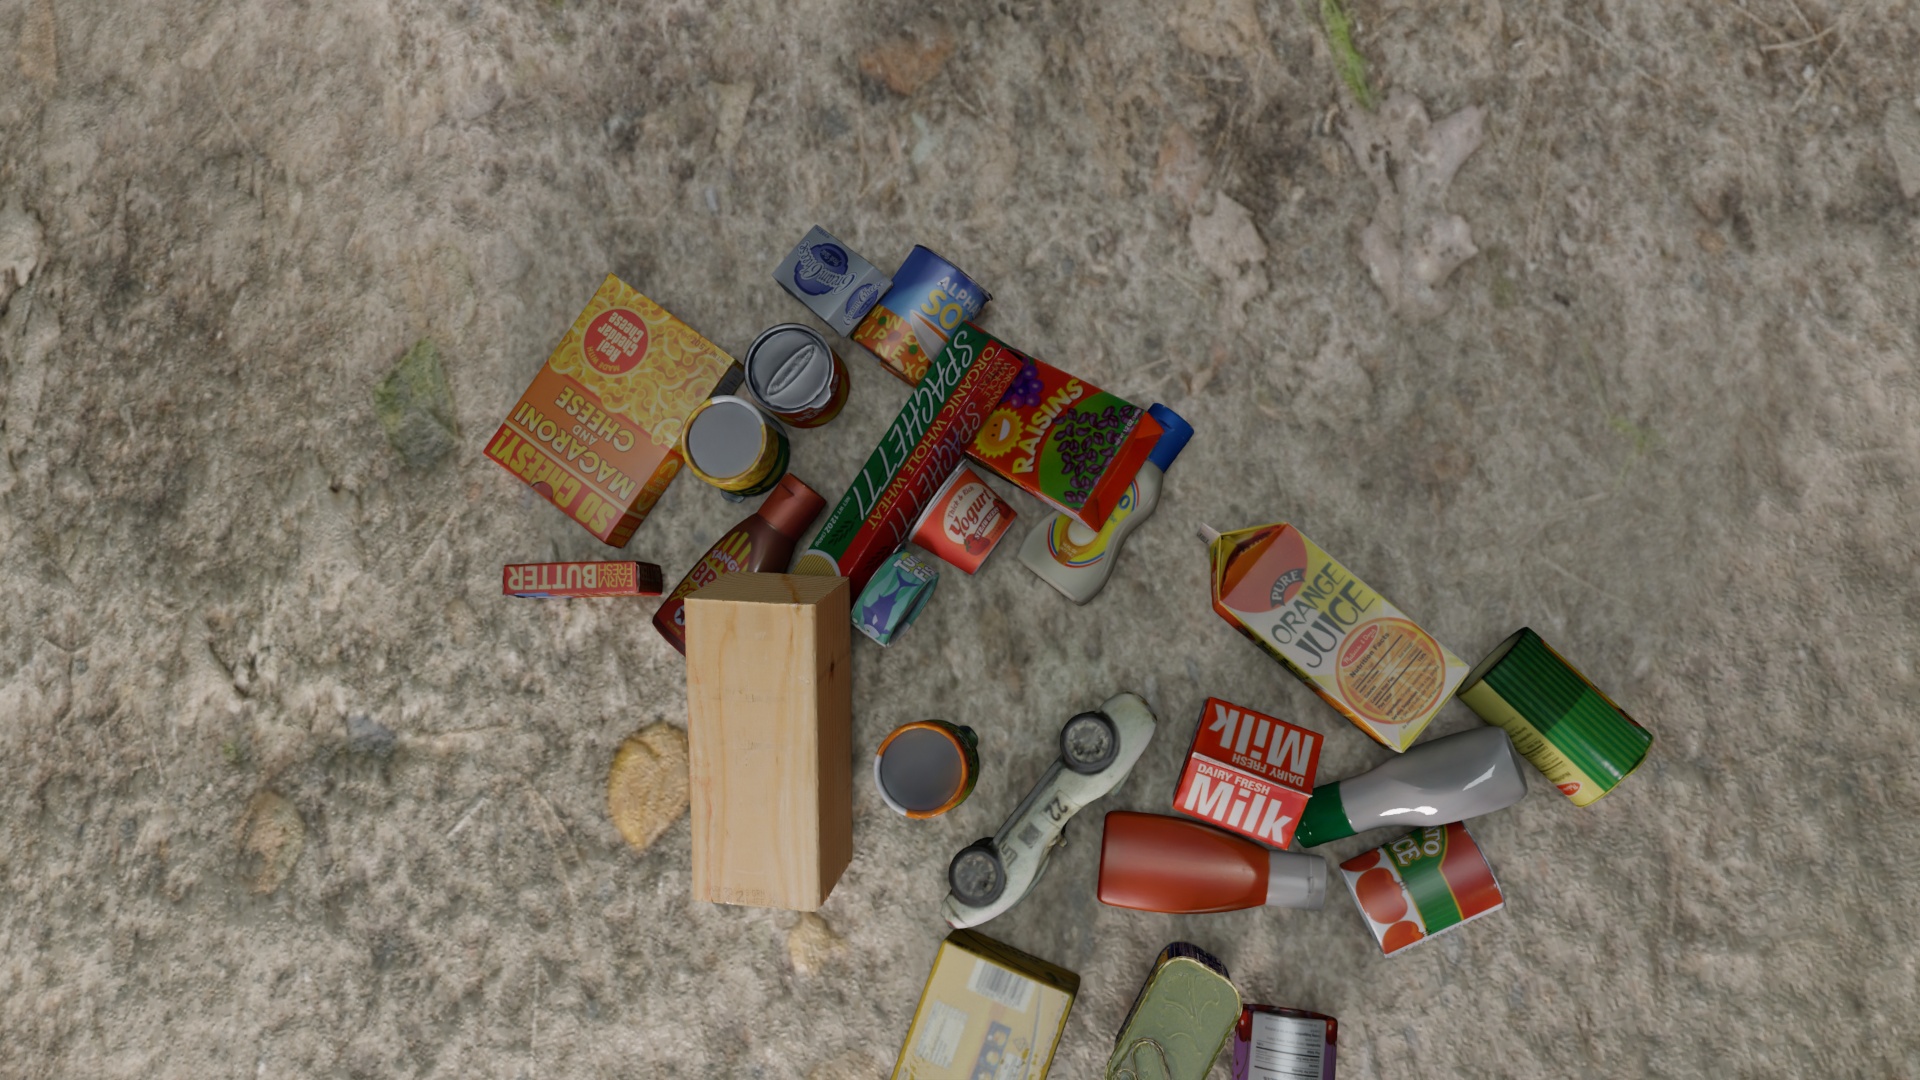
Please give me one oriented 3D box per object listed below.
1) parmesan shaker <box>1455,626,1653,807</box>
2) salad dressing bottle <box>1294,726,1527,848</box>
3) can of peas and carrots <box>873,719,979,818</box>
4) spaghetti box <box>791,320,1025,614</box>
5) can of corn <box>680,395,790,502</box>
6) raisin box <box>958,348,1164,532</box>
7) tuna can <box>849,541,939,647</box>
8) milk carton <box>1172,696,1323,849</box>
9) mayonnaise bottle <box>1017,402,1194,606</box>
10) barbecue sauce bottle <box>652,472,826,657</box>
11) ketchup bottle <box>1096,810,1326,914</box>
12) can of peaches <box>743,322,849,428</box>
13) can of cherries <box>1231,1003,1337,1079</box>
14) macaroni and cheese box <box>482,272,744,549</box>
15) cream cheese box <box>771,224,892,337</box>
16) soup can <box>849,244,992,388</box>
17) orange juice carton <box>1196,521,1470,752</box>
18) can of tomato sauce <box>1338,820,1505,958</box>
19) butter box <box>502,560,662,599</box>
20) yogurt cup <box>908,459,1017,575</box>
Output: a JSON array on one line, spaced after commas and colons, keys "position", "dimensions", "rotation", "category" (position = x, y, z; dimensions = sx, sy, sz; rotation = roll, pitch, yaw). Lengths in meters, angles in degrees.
[{"position": [0.387, 0.113, 0.904], "dimensions": [0.103, 0.071, 0.071], "rotation": [44, 90, 11], "category": "parmesan shaker"}, {"position": [0.289, 0.164, 0.907], "dimensions": [0.147, 0.064, 0.044], "rotation": [-22, 109, 23], "category": "salad dressing bottle"}, {"position": [-0.021, 0.156, 0.961], "dimensions": [0.071, 0.058, 0.071], "rotation": [-1, 83, 8], "category": "can of peas and carrots"}, {"position": [-0.045, -0.041, 0.982], "dimensions": [0.050, 0.028, 0.249], "rotation": [39, 97, 41], "category": "spaghetti box"}, {"position": [-0.164, -0.066, 1.011], "dimensions": [0.071, 0.058, 0.071], "rotation": [-1, 82, 8], "category": "can of corn"}, {"position": [0.067, -0.072, 0.965], "dimensions": [0.123, 0.040, 0.086], "rotation": [31, 88, 36], "category": "raisin box"}, {"position": [-0.045, 0.038, 0.976], "dimensions": [0.033, 0.071, 0.071], "rotation": [34, 89, 9], "category": "tuna can"}, {"position": [0.177, 0.143, 0.868], "dimensions": [0.072, 0.190, 0.073], "rotation": [19, 86, 10], "category": "milk carton"}, {"position": [0.106, -0.029, 0.977], "dimensions": [0.065, 0.041, 0.148], "rotation": [37, 89, 16], "category": "mayonnaise bottle"}, {"position": [-0.156, 0.019, 1.003], "dimensions": [0.065, 0.043, 0.148], "rotation": [37, 88, 34], "category": "barbecue sauce bottle"}, {"position": [0.168, 0.222, 0.934], "dimensions": [0.149, 0.043, 0.065], "rotation": [6, 84, 8], "category": "ketchup bottle"}, {"position": [-0.117, -0.117, 1.011], "dimensions": [0.071, 0.058, 0.071], "rotation": [-1, 83, 7], "category": "can of peaches"}, {"position": [0.210, 0.335, 0.902], "dimensions": [0.071, 0.071, 0.058], "rotation": [4, 77, 8], "category": "can of cherries"}, {"position": [-0.258, -0.097, 1.037], "dimensions": [0.124, 0.040, 0.166], "rotation": [35, 88, 12], "category": "macaroni and cheese box"}, {"position": [-0.094, -0.189, 1.007], "dimensions": [0.053, 0.024, 0.104], "rotation": [-49, 41, 2], "category": "cream cheese box"}, {"position": [-0.028, -0.159, 0.999], "dimensions": [0.071, 0.071, 0.084], "rotation": [35, 89, 11], "category": "soup can"}, {"position": [0.236, 0.052, 0.933], "dimensions": [0.193, 0.072, 0.073], "rotation": [40, 89, 11], "category": "orange juice carton"}, {"position": [0.298, 0.223, 0.904], "dimensions": [0.083, 0.071, 0.071], "rotation": [-26, 80, 5], "category": "can of tomato sauce"}, {"position": [-0.275, 0.029, 1.016], "dimensions": [0.103, 0.053, 0.024], "rotation": [-2, 85, 8], "category": "butter box"}, {"position": [0.003, -0.012, 0.979], "dimensions": [0.054, 0.072, 0.072], "rotation": [36, 89, 3], "category": "yogurt cup"}]
